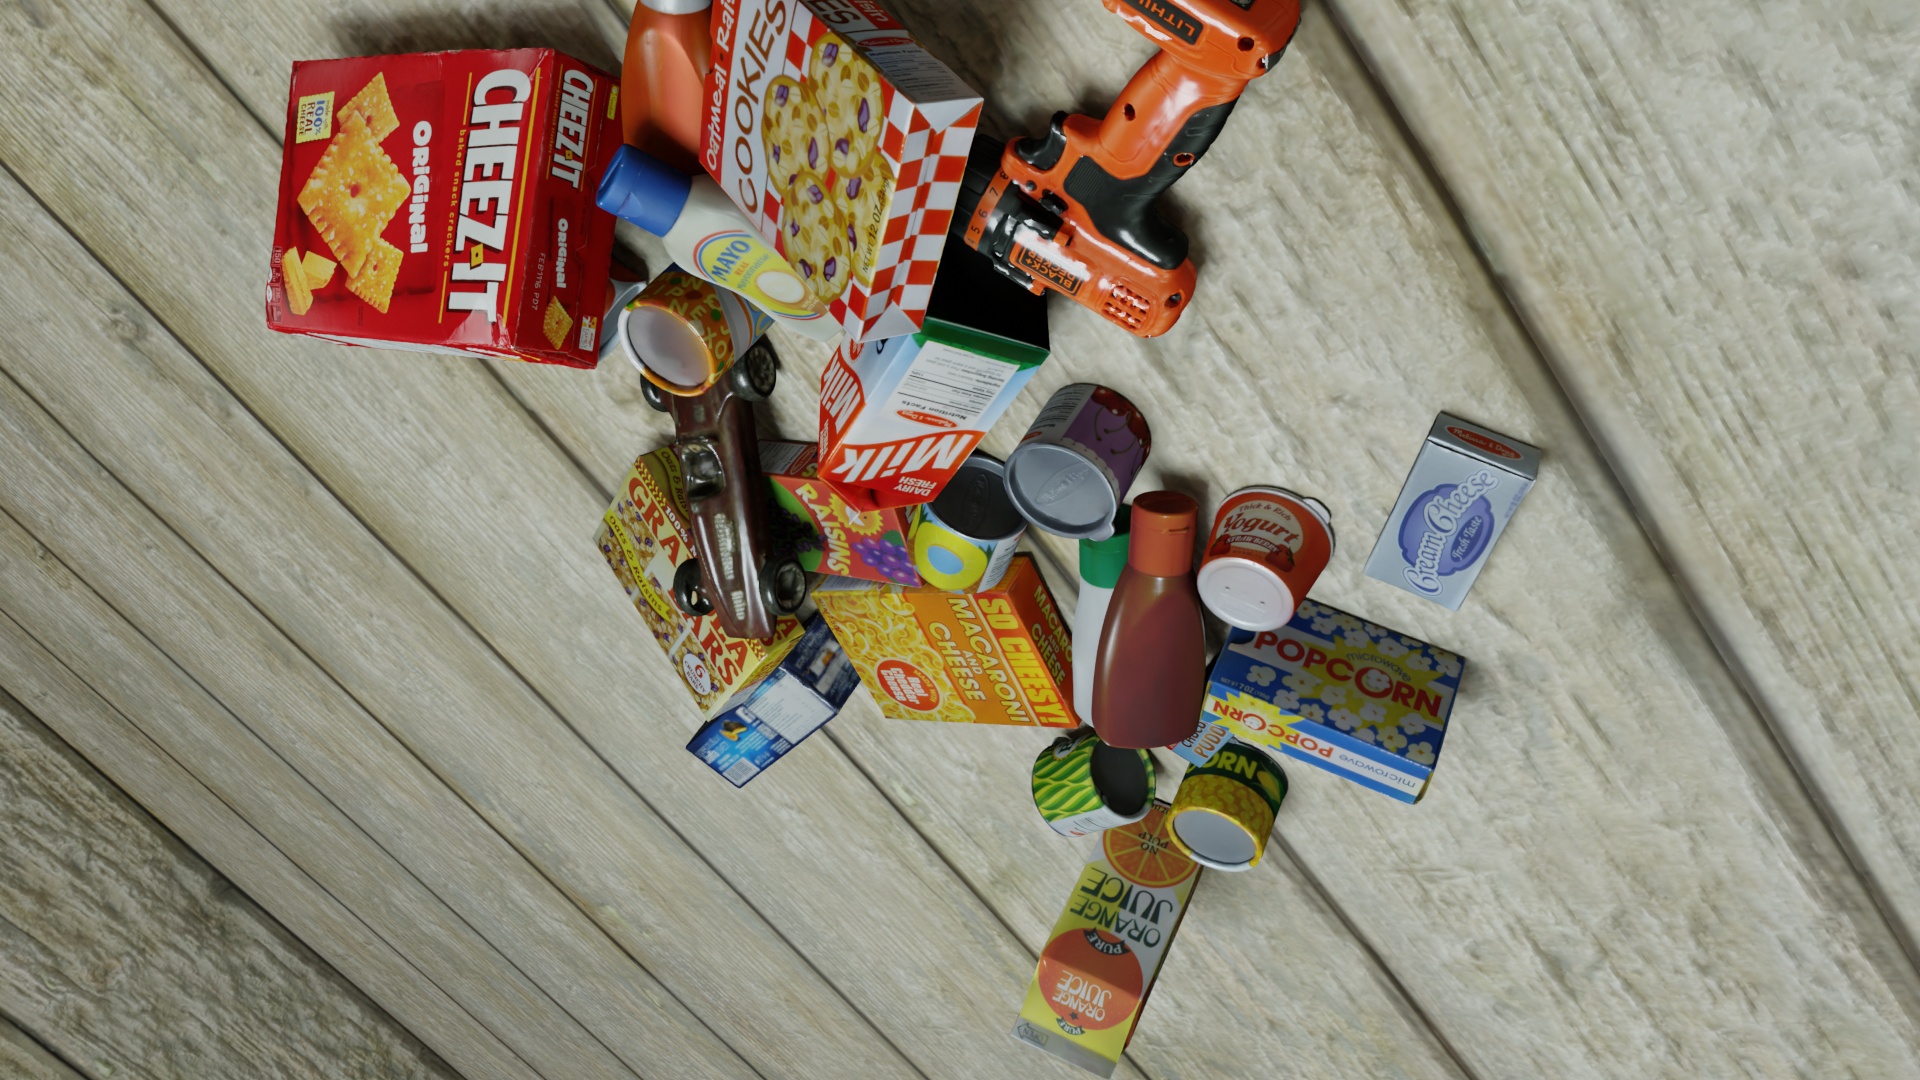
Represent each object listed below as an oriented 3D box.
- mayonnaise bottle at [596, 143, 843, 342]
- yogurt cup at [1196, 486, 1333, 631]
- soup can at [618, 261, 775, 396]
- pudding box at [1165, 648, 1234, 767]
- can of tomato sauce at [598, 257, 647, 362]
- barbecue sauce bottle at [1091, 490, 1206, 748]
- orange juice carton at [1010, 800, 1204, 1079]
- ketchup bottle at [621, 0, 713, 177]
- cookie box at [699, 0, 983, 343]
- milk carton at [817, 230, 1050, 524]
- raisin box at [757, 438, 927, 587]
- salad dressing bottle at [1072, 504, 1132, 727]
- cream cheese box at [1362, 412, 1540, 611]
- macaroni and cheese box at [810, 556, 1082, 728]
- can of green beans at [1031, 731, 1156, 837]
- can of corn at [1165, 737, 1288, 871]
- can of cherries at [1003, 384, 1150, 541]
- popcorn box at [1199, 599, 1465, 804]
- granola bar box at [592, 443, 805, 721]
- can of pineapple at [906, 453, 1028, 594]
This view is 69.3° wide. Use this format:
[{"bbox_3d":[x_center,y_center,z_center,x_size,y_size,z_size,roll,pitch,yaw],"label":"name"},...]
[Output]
[{"bbox_3d":[-0.120,-0.162,0.747,0.148,0.041,0.064,24,137,-28],"label":"mayonnaise bottle"},{"bbox_3d":[0.164,0.013,0.761,0.072,0.054,0.072,19,139,18],"label":"yogurt cup"},{"bbox_3d":[-0.145,-0.132,0.803,0.071,0.084,0.071,18,138,18],"label":"soup can"},{"bbox_3d":[0.160,0.097,0.852,0.030,0.050,0.083,31,141,1],"label":"pudding box"},{"bbox_3d":[-0.246,-0.159,0.862,0.083,0.071,0.070,34,141,-1],"label":"can of tomato sauce"},{"bbox_3d":[0.111,0.046,0.794,0.065,0.044,0.147,-5,115,-15],"label":"barbecue sauce bottle"},{"bbox_3d":[0.106,0.272,0.952,0.072,0.194,0.072,21,138,17],"label":"orange juice carton"},{"bbox_3d":[-0.146,-0.247,0.720,0.065,0.044,0.148,19,138,9],"label":"ketchup bottle"},{"bbox_3d":[-0.065,-0.192,0.651,0.168,0.040,0.122,50,141,31],"label":"cookie box"},{"bbox_3d":[-0.027,-0.084,0.762,0.073,0.072,0.189,12,145,-22],"label":"milk carton"},{"bbox_3d":[-0.078,-0.019,0.908,0.123,0.040,0.085,7,133,31],"label":"raisin box"},{"bbox_3d":[0.092,0.048,0.844,0.044,0.064,0.146,12,128,24],"label":"salad dressing bottle"},{"bbox_3d":[0.247,-0.012,0.703,0.053,0.024,0.103,24,139,13],"label":"cream cheese box"},{"bbox_3d":[-0.005,0.069,0.944,0.166,0.040,0.123,-3,128,37],"label":"macaroni and cheese box"},{"bbox_3d":[0.092,0.166,0.956,0.071,0.071,0.057,46,138,-14],"label":"can of green beans"},{"bbox_3d":[0.174,0.173,0.912,0.071,0.058,0.070,19,138,18],"label":"can of corn"},{"bbox_3d":[0.067,-0.042,0.769,0.071,0.059,0.071,18,137,18],"label":"can of cherries"},{"bbox_3d":[0.208,0.083,0.777,0.127,0.085,0.038,21,140,15],"label":"popcorn box"},{"bbox_3d":[-0.188,0.030,0.986,0.165,0.039,0.123,56,140,10],"label":"granola bar box"},{"bbox_3d":[0.003,-0.011,0.839,0.071,0.071,0.057,29,140,7],"label":"can of pineapple"}]
